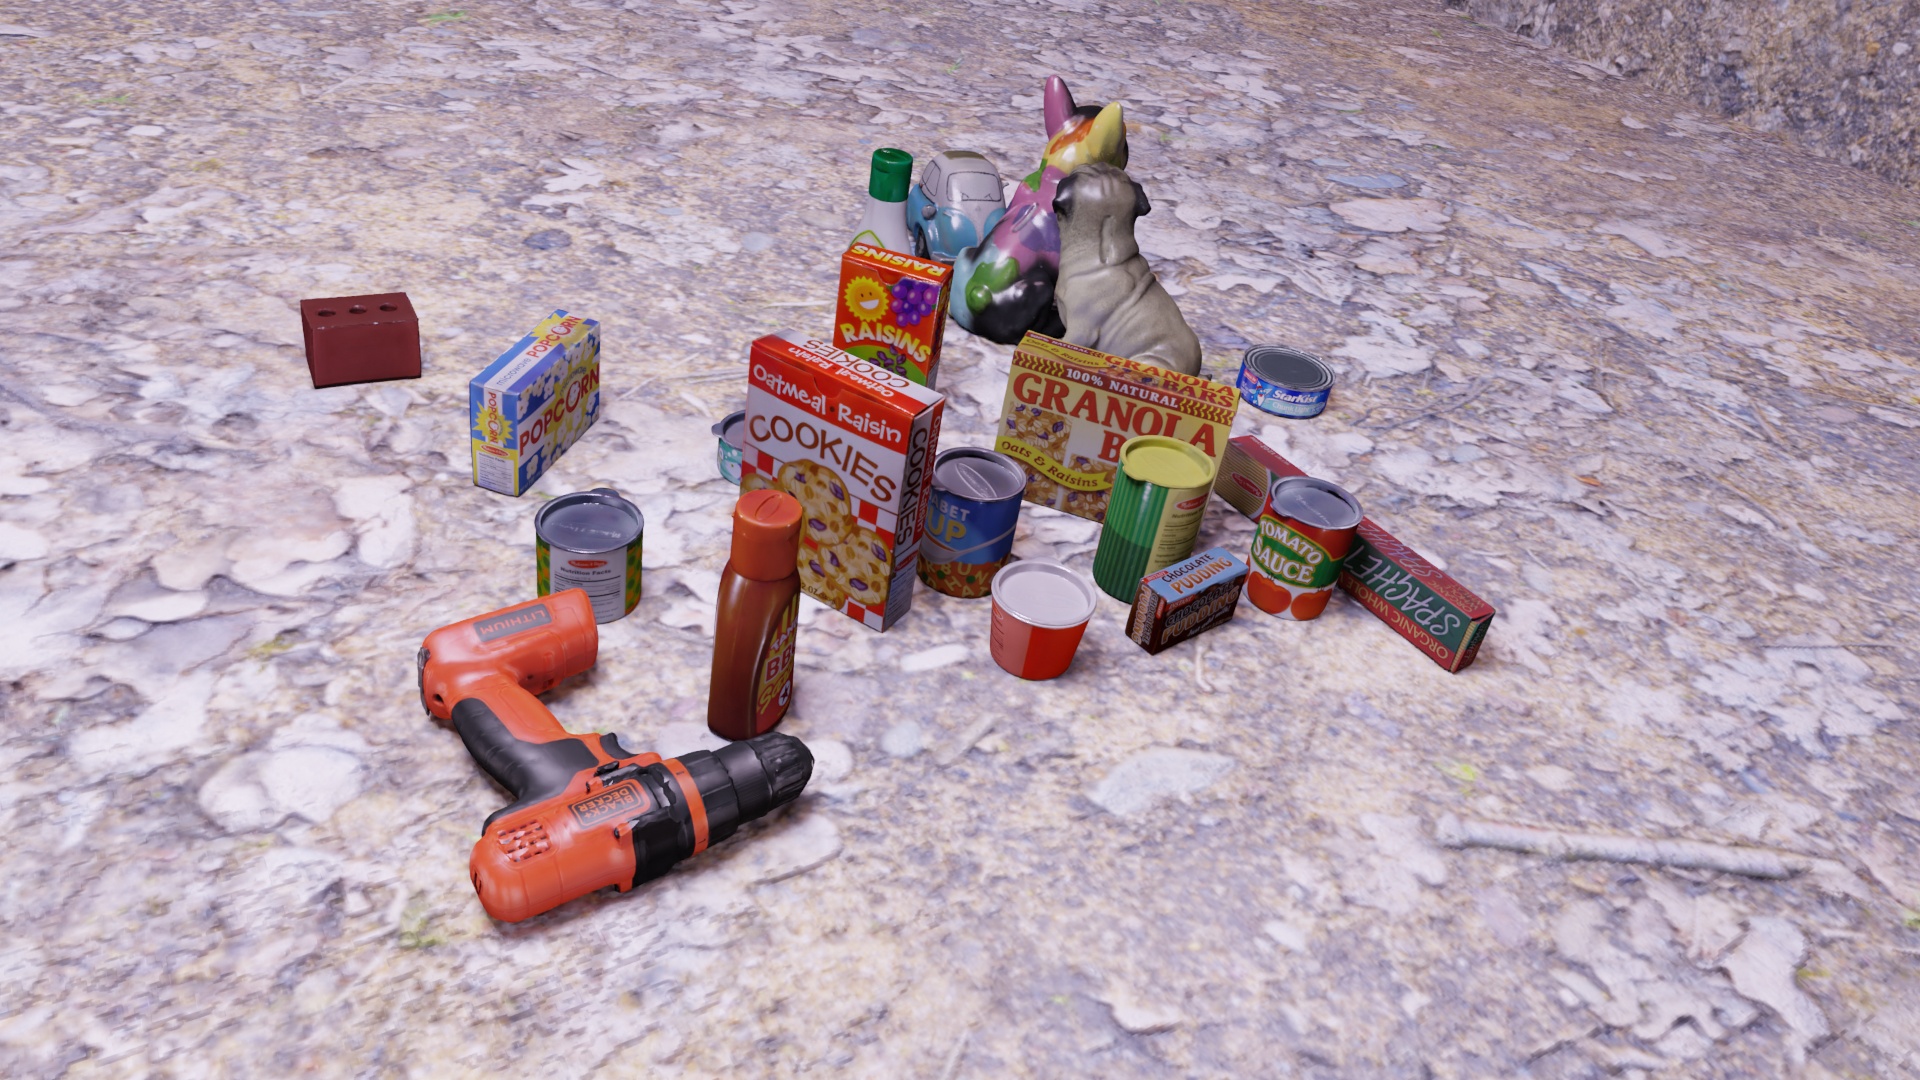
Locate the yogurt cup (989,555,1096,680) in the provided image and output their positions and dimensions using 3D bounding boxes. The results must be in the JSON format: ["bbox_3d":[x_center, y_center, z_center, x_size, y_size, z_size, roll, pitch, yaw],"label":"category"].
[{"bbox_3d":[0.050,0.053,0.897,0.072,0.053,0.073,7,34,-5],"label":"yogurt cup"}]

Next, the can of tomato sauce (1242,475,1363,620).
[{"bbox_3d":[0.241,0.006,0.991,0.071,0.082,0.071,7,34,-5],"label":"can of tomato sauce"}]

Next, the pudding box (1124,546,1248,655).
[{"bbox_3d":[0.155,0.040,0.949,0.084,0.049,0.030,-19,44,-36],"label":"pudding box"}]

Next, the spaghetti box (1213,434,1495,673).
[{"bbox_3d":[0.286,0.004,1.035,0.029,0.049,0.251,-15,42,-33],"label":"spaghetti box"}]

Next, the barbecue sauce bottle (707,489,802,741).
[{"bbox_3d":[-0.115,0.041,0.786,0.044,0.147,0.065,18,35,10],"label":"barbecue sauce bottle"}]

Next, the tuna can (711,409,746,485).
[{"bbox_3d":[-0.151,-0.068,1.036,0.071,0.032,0.071,7,34,-5],"label":"tuna can"}]

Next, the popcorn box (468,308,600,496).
[{"bbox_3d":[-0.303,-0.100,0.994,0.038,0.084,0.127,15,35,6],"label":"popcorn box"}]

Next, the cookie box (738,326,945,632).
[{"bbox_3d":[-0.082,-0.038,0.893,0.123,0.166,0.040,25,37,20],"label":"cookie box"}]

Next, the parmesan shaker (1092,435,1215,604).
[{"bbox_3d":[0.131,-0.013,0.971,0.071,0.102,0.072,7,34,-5],"label":"parmesan shaker"}]

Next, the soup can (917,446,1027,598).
[{"bbox_3d":[0.003,-0.012,0.952,0.071,0.083,0.072,7,34,-5],"label":"soup can"}]

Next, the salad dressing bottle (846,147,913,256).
[{"bbox_3d":[-0.071,-0.280,1.261,0.064,0.146,0.044,26,37,22],"label":"salad dressing bottle"}]

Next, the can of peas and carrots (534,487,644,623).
[{"bbox_3d":[-0.234,0.009,0.879,0.071,0.058,0.071,7,34,-5],"label":"can of peas and carrots"}]

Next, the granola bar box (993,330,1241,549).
[{"bbox_3d":[0.112,-0.075,1.036,0.166,0.123,0.039,17,35,9],"label":"granola bar box"}]

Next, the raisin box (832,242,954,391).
[{"bbox_3d":[-0.058,-0.171,1.129,0.086,0.122,0.040,17,35,9],"label":"raisin box"}]
